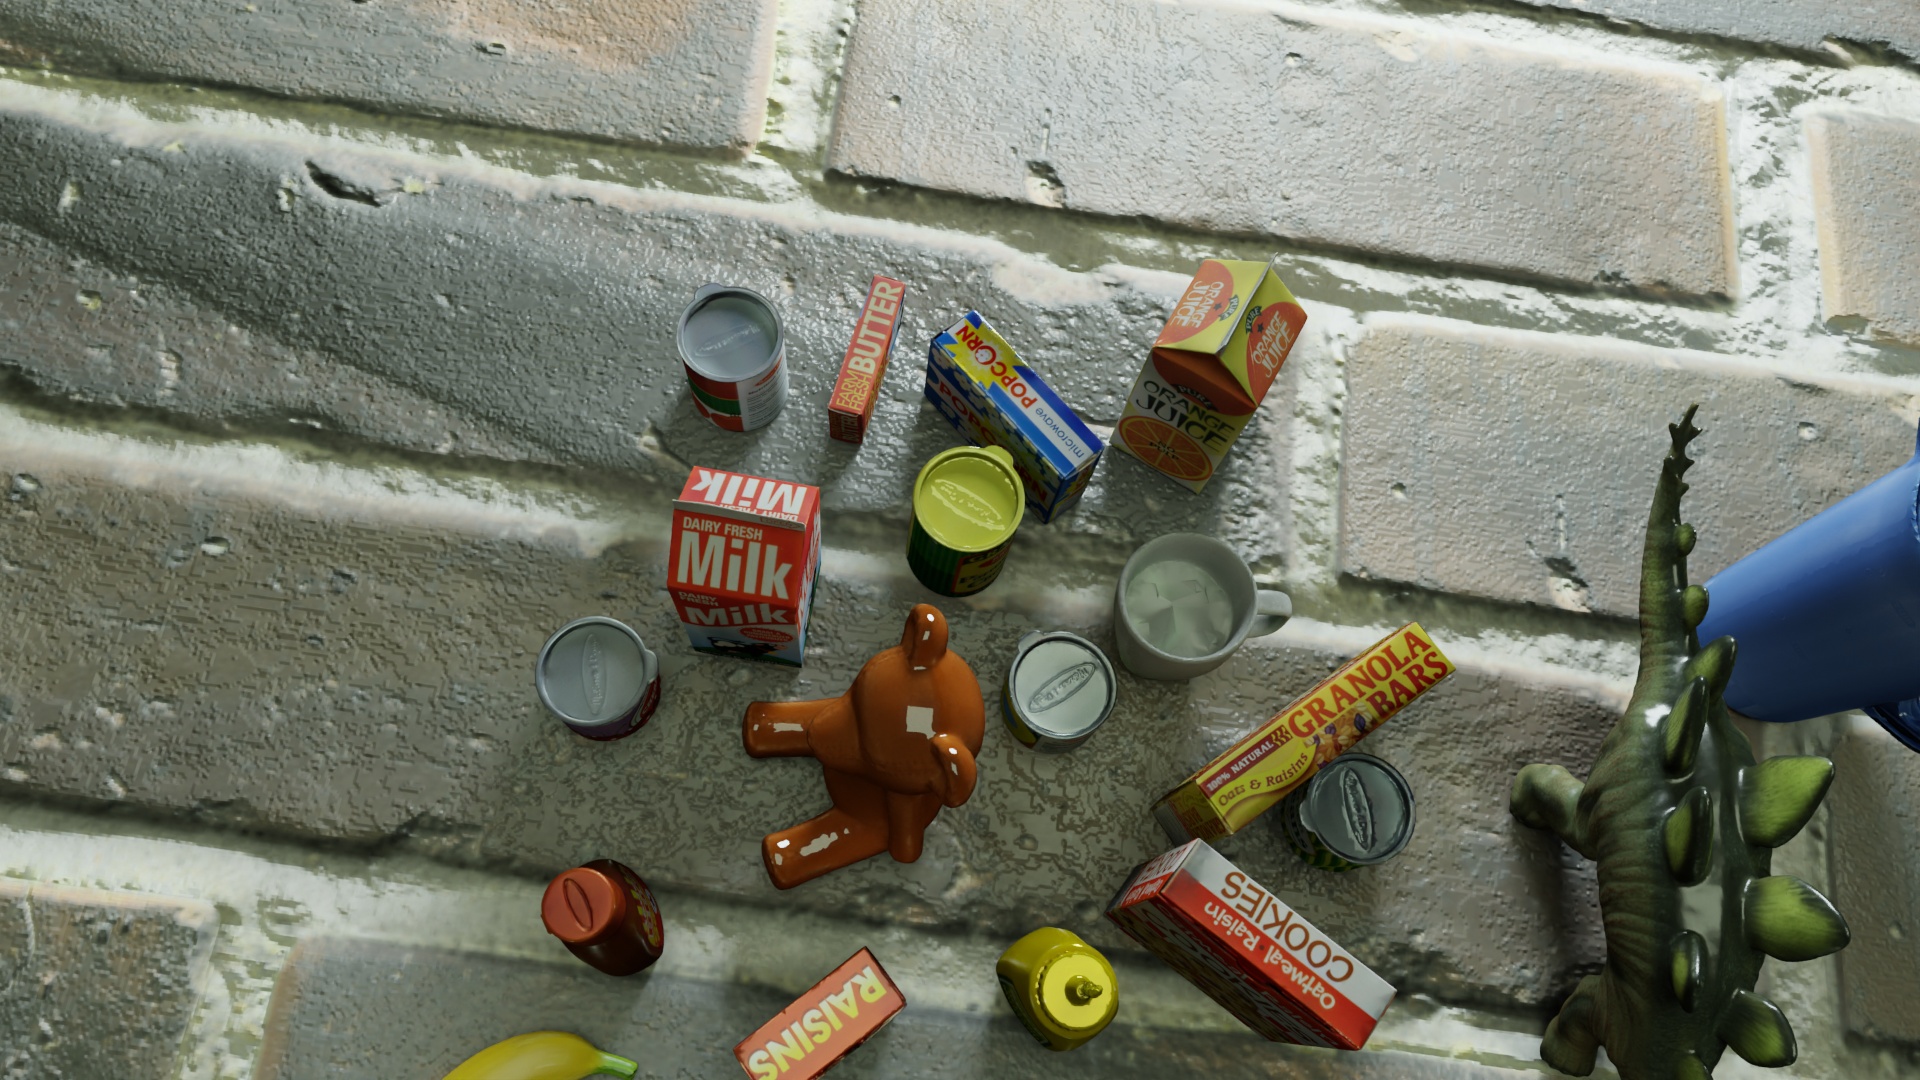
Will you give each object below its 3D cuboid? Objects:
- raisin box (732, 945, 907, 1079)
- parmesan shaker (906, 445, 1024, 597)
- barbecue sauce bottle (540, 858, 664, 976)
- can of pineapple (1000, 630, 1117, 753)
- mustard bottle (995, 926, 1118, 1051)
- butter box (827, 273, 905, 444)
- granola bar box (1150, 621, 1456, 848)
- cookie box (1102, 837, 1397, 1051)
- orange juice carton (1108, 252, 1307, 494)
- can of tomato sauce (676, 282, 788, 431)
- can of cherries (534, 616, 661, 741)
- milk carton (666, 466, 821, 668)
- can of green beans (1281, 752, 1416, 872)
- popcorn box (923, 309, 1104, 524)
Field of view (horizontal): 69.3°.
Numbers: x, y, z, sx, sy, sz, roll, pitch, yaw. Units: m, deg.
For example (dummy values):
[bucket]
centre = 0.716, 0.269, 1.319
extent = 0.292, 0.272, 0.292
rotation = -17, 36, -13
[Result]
[raisin box]
centre = -0.075, 0.264, 0.756
extent = 0.086, 0.123, 0.040
rotation = -34, 77, -14
[parmesan shaker]
centre = 0.003, -0.011, 0.866
extent = 0.071, 0.102, 0.071
rotation = 1, 72, -4
[barbecue sauce bottle]
centre = -0.194, 0.203, 0.754
extent = 0.044, 0.148, 0.065
rotation = -25, 75, -12
[can of pineapple]
centre = 0.059, 0.093, 0.859
extent = 0.071, 0.057, 0.071
rotation = 1, 71, -4
[mustard bottle]
centre = 0.055, 0.243, 0.753
extent = 0.049, 0.159, 0.065
rotation = -32, 77, -13
[butter box]
centre = -0.062, -0.120, 0.924
extent = 0.024, 0.053, 0.104
rotation = 16, 71, 1
[granola bar box]
centre = 0.198, 0.120, 0.826
extent = 0.166, 0.123, 0.039
rotation = -32, 77, -14
[cookie box]
centre = 0.150, 0.225, 0.763
extent = 0.123, 0.167, 0.040
rotation = 37, 73, 8
[orange juice carton]
centre = 0.155, -0.106, 0.863
extent = 0.073, 0.192, 0.072
rotation = 31, 72, 6
[can of tomato sauce]
centre = -0.147, -0.117, 0.901
extent = 0.071, 0.083, 0.071
rotation = 1, 72, -4
[can of cherries]
centre = -0.215, 0.085, 0.839
extent = 0.071, 0.058, 0.071
rotation = 1, 71, -4
[milk carton]
centre = -0.122, 0.014, 0.801
extent = 0.072, 0.190, 0.073
rotation = 9, 71, -1
[can of green beans]
centre = 0.235, 0.167, 0.848
extent = 0.071, 0.057, 0.071
rotation = 1, 71, -4
[popcorn box]
centre = 0.033, -0.078, 0.900
extent = 0.038, 0.085, 0.127
rotation = -39, 78, -15
